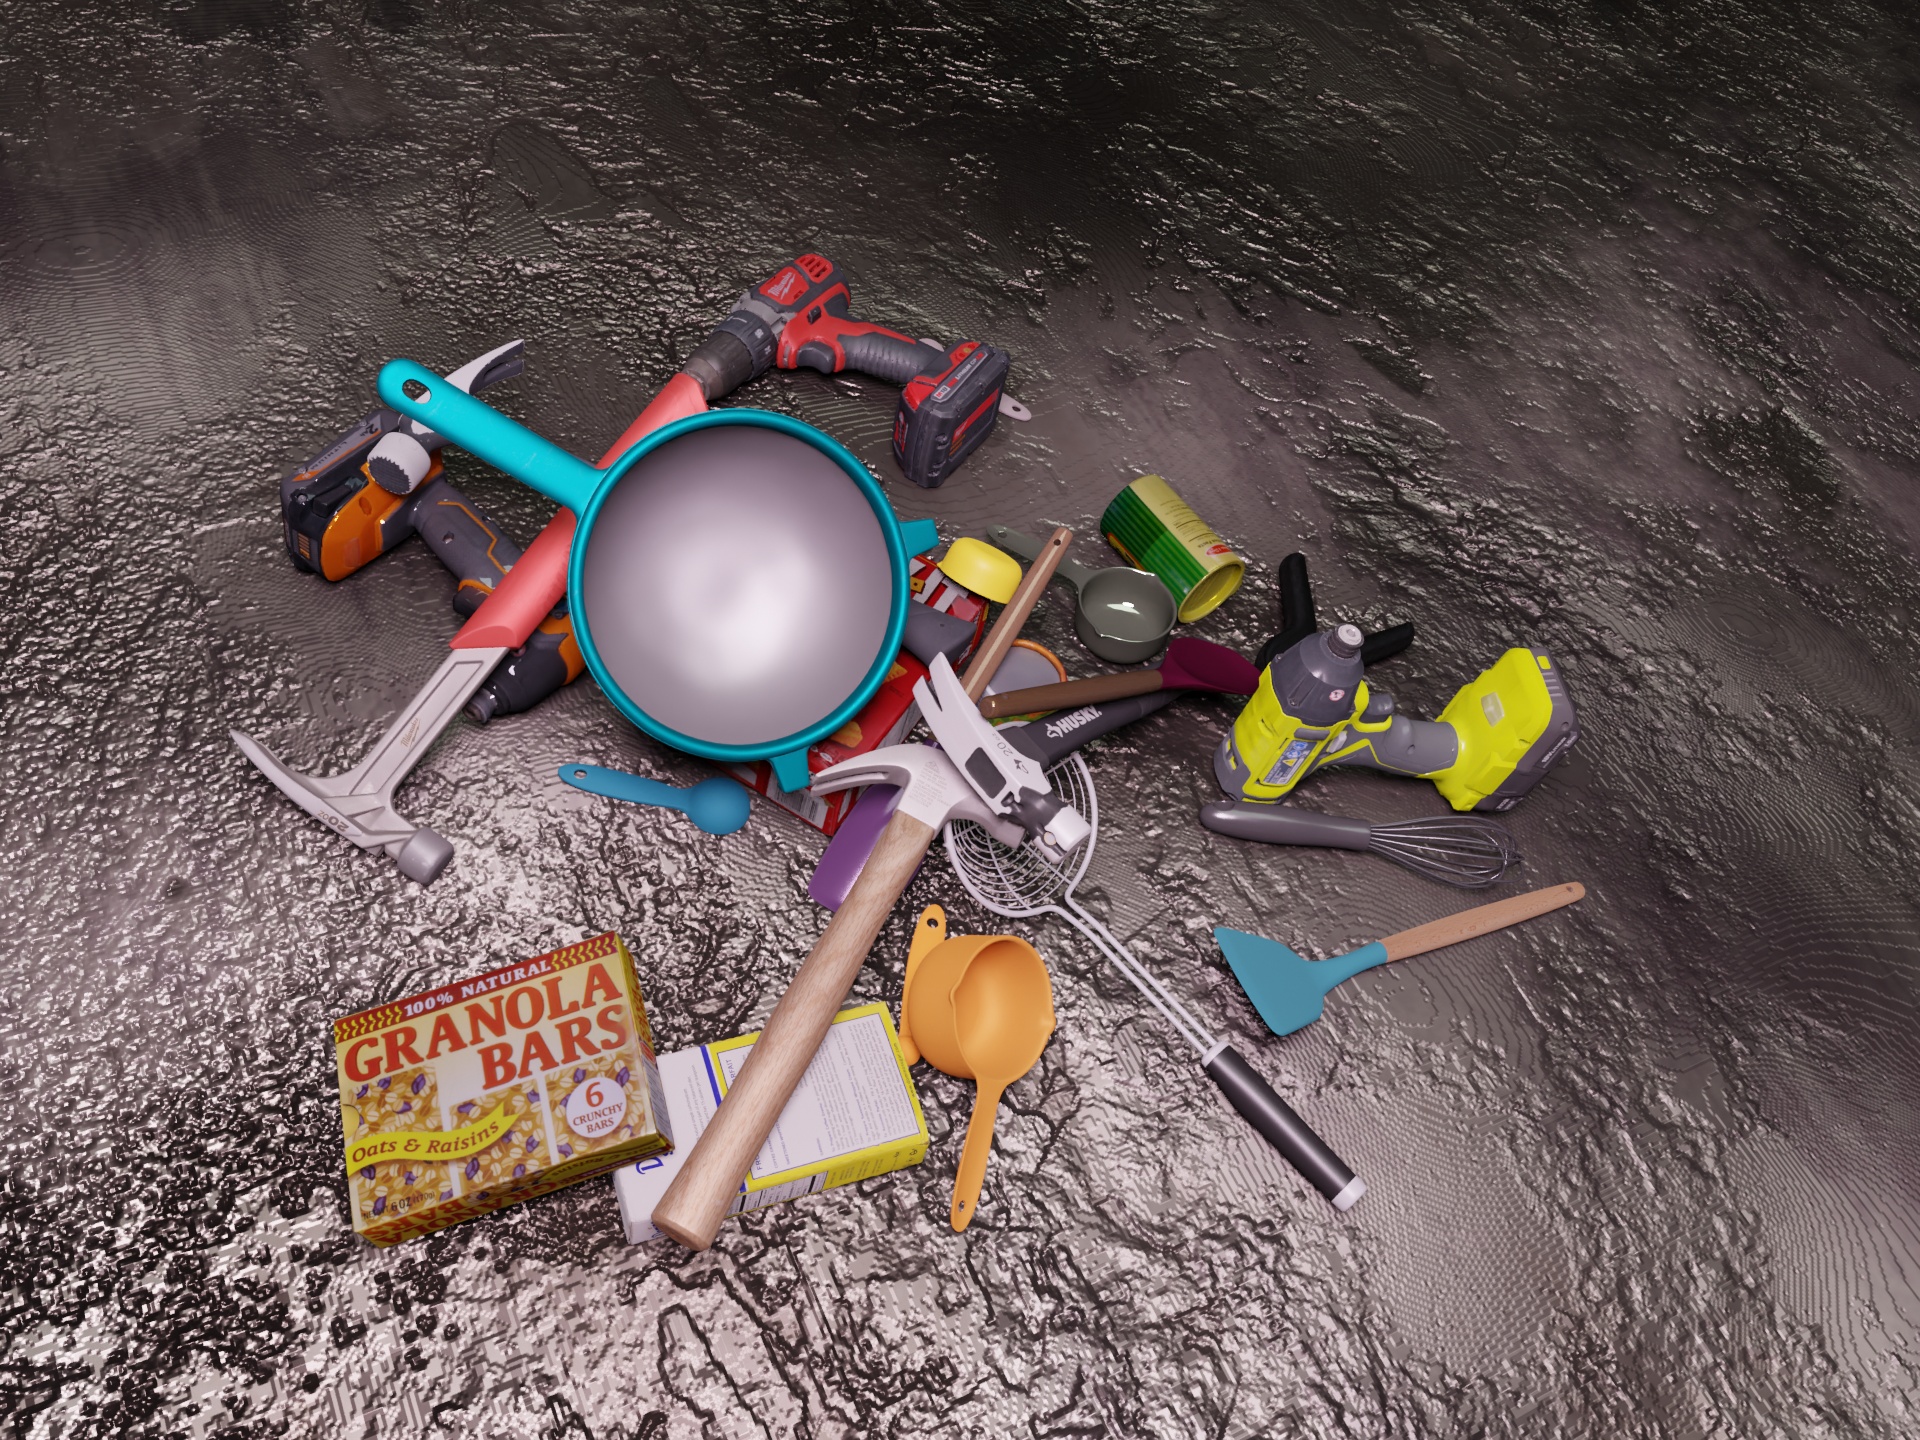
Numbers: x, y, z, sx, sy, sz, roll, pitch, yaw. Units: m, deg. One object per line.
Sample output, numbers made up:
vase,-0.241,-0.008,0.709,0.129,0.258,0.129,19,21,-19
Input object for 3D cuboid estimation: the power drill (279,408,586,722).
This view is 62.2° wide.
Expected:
power drill,-0.346,-0.100,1.082,0.226,0.084,0.164,32,53,5

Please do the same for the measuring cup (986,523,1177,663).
measuring cup,0.087,-0.100,1.226,0.168,0.038,0.083,32,54,17

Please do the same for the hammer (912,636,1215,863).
hammer,0.098,-0.012,1.083,0.146,0.035,0.335,47,33,13

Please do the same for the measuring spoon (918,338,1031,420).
measuring spoon,0.009,-0.293,1.360,0.124,0.018,0.034,32,52,9

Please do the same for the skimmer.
skimmer,0.127,0.154,1.007,0.127,0.090,0.363,-32,67,-33

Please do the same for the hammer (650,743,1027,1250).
hammer,-0.080,0.147,0.918,0.130,0.031,0.331,27,58,5

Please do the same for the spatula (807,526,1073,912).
spatula,-0.002,-0.003,1.078,0.060,0.018,0.316,28,72,8

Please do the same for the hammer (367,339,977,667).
hammer,-0.180,-0.135,1.081,0.409,0.036,0.149,24,52,0

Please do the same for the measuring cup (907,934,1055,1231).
measuring cup,0.000,0.213,0.955,0.095,0.052,0.174,25,71,-42

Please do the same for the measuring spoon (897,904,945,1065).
measuring spoon,-0.025,0.164,1.008,0.021,0.011,0.117,15,51,-3

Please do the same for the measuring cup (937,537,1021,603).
measuring cup,0.021,-0.123,1.177,0.062,0.029,0.156,27,17,-3

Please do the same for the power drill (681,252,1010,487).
power drill,-0.095,-0.280,1.289,0.227,0.080,0.188,30,52,12

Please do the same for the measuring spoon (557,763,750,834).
measuring spoon,-0.201,0.043,1.046,0.128,0.021,0.042,13,51,-7

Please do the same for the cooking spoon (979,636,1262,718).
cooking spoon,0.115,-0.025,1.067,0.069,0.017,0.318,44,31,27

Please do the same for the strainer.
strainer,-0.196,-0.114,0.967,0.340,0.095,0.211,30,83,-21

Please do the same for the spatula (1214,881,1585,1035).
spatula,0.314,0.148,1.092,0.317,0.044,0.082,-12,54,-24

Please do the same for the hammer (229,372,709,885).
hammer,-0.285,-0.081,1.004,0.149,0.036,0.359,36,79,-1

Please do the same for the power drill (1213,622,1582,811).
power drill,0.312,-0.001,1.127,0.223,0.171,0.080,4,53,-16

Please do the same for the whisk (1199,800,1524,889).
whisk,0.287,0.085,1.134,0.239,0.055,0.055,8,52,-3
